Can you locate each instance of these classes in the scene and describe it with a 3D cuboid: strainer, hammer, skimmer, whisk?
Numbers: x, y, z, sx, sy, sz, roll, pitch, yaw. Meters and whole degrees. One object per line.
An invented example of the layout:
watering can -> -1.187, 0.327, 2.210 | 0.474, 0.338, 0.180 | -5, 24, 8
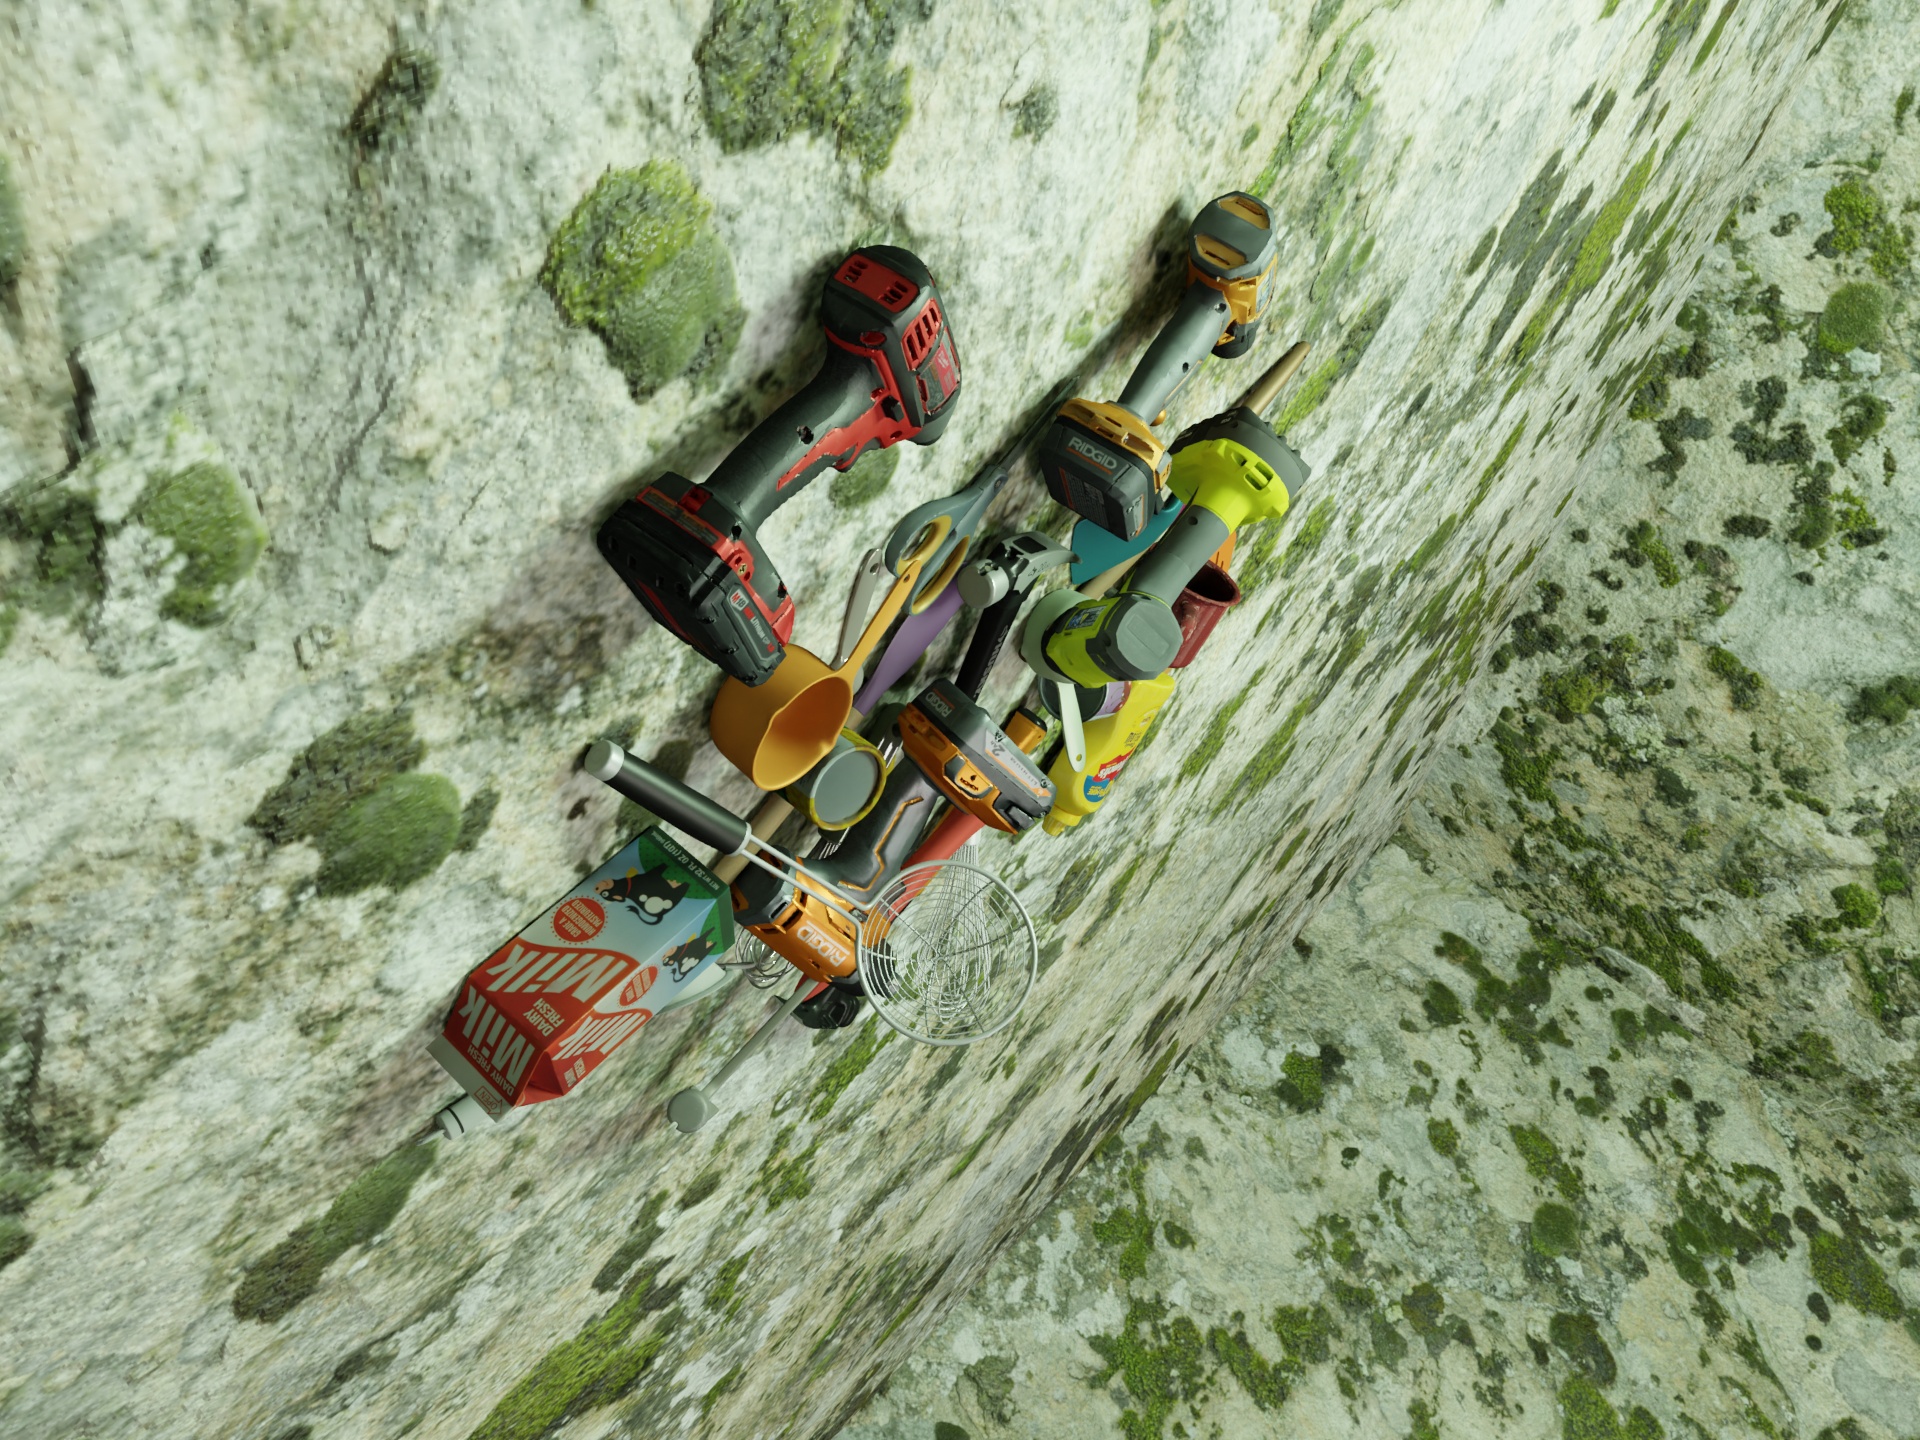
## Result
strainer -> -0.251, 0.210, 1.072 | 0.258, 0.050, 0.087 | -31, -166, -33
hammer -> -0.036, 0.129, 1.390 | 0.337, 0.034, 0.127 | -54, 159, 1
skimmer -> -0.083, 0.103, 1.009 | 0.362, 0.090, 0.127 | 39, 68, -45
whisk -> -0.100, 0.095, 1.196 | 0.057, 0.059, 0.246 | 21, 102, -39
hammer -> -0.094, 0.184, 1.266 | 0.359, 0.037, 0.149 | -46, 176, -7
whisk -> 0.003, 0.125, 1.344 | 0.070, 0.070, 0.284 | -19, 119, -55
hammer -> -0.002, -0.004, 1.246 | 0.146, 0.035, 0.334 | -34, 154, -51

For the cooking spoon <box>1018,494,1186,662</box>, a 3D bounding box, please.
cooking spoon -> 0.158, -0.155, 1.370 | 0.319, 0.017, 0.068 | -44, 152, -21

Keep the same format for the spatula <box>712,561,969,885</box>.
spatula -> -0.090, 0.012, 1.124 | 0.316, 0.018, 0.059 | -52, 159, -7

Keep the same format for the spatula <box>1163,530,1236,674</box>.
spatula -> 0.189, -0.049, 1.594 | 0.081, 0.041, 0.322 | -12, 139, -58

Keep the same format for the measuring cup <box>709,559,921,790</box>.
measuring cup -> -0.092, -0.040, 1.000 | 0.173, 0.052, 0.095 | -55, 158, 0

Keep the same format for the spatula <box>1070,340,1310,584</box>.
spatula -> 0.203, -0.229, 1.348 | 0.317, 0.044, 0.082 | -48, 157, -24

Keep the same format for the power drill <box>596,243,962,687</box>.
power drill -> -0.081, -0.134, 0.852 | 0.220, 0.079, 0.143 | -52, 159, -11

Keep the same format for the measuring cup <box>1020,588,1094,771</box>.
measuring cup -> 0.099, -0.027, 1.324 | 0.083, 0.038, 0.167 | -26, 120, -31

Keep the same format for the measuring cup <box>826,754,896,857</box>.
measuring cup -> -0.074, 0.063, 1.237 | 0.062, 0.029, 0.156 | -23, 132, -52

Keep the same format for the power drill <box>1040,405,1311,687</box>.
power drill -> 0.151, -0.123, 1.206 | 0.223, 0.080, 0.171 | -52, -165, -12

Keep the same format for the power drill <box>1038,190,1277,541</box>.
power drill -> 0.151, -0.244, 1.142 | 0.226, 0.084, 0.185 | -57, 168, -3

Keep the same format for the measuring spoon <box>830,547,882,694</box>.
measuring spoon -> -0.066, -0.061, 1.061 | 0.034, 0.018, 0.124 | -29, 147, -45

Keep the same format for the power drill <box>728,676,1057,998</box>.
power drill -> -0.041, 0.098, 1.156 | 0.226, 0.084, 0.164 | -45, 126, -1

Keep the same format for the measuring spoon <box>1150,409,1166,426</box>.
measuring spoon -> 0.123, -0.216, 1.219 | 0.117, 0.011, 0.021 | -36, 152, -37
